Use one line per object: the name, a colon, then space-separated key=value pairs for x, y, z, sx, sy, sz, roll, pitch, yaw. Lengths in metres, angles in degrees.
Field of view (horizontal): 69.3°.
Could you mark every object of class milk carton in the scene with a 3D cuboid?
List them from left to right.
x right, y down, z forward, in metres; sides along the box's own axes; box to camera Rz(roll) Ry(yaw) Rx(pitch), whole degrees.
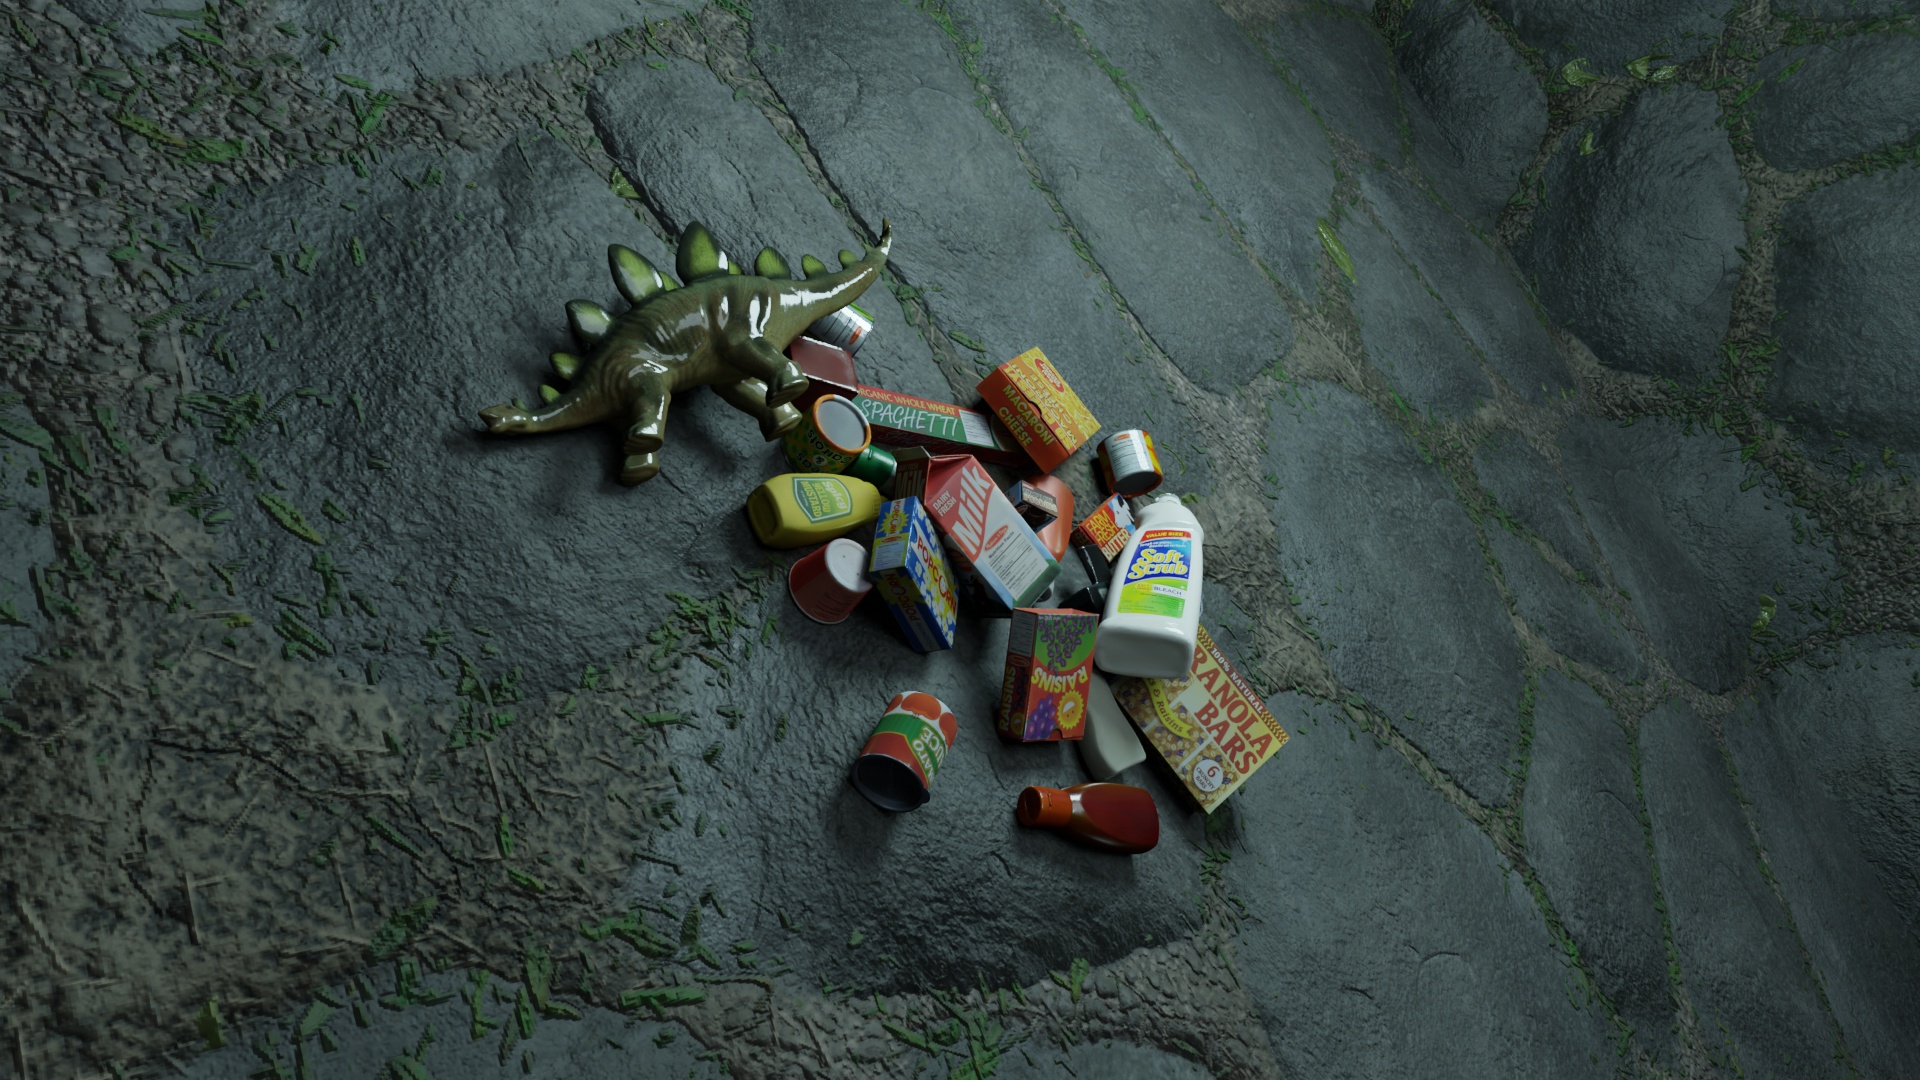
milk carton: x=0.005 y=-0.017 z=1.340 sx=0.074 sy=0.072 sz=0.190 roll=-47 pitch=109 yaw=-22

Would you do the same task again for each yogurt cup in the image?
yogurt cup: x=-0.112 y=0.034 z=1.244 sx=0.072 sy=0.053 sz=0.073 roll=24 pitch=47 yaw=-29

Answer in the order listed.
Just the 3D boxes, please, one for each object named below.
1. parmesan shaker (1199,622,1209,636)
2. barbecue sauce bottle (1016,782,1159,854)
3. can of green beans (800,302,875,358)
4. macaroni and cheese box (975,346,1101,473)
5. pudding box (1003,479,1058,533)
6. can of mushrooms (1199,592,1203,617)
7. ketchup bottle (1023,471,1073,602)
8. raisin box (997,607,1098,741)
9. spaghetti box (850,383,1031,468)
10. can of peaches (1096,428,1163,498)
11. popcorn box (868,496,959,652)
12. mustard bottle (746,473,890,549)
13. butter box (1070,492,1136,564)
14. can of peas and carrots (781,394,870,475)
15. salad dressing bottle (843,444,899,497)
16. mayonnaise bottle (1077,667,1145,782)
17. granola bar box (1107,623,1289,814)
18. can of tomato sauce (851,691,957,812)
parmesan shaker: x=0.250 y=0.134 z=1.510 sx=0.103 sy=0.071 sz=0.071 roll=56 pitch=39 yaw=0
barbecue sauce bottle: x=0.121 y=0.258 z=1.310 sx=0.148 sy=0.043 sz=0.065 roll=16 pitch=52 yaw=-35
can of green beans: x=-0.129 y=-0.215 z=1.404 sx=0.058 sy=0.071 sz=0.071 roll=35 pitch=42 yaw=-19
macaroni and cheese box: x=0.090 y=-0.149 z=1.551 sx=0.123 sy=0.040 sz=0.167 roll=51 pitch=22 yaw=-1
pudding box: x=0.055 y=-0.023 z=1.424 sx=0.049 sy=0.083 sz=0.030 roll=24 pitch=47 yaw=-30
can of mushrooms: x=0.243 y=0.068 z=1.577 sx=0.071 sy=0.033 sz=0.071 roll=25 pitch=46 yaw=-29
ketchup bottle: x=0.087 y=-0.002 z=1.470 sx=0.064 sy=0.043 sz=0.149 roll=39 pitch=41 yaw=-28
raisin box: x=0.085 y=0.128 z=1.328 sx=0.086 sy=0.040 sz=0.123 roll=5 pitch=94 yaw=-43
spaghetti box: x=-0.026 y=-0.120 z=1.461 sx=0.250 sy=0.028 sz=0.050 roll=8 pitch=56 yaw=-41
can of peaches: x=0.199 y=-0.088 z=1.627 sx=0.071 sy=0.071 sz=0.058 roll=10 pitch=55 yaw=-39
popcorn box: x=-0.040 y=0.033 z=1.281 sx=0.126 sy=0.038 sz=0.085 roll=63 pitch=26 yaw=-44
mustard bottle: x=-0.122 y=-0.032 z=1.288 sx=0.161 sy=0.048 sz=0.065 roll=-10 pitch=71 yaw=-47
butter box: x=0.165 y=-0.011 z=1.568 sx=0.053 sy=0.024 sz=0.104 roll=53 pitch=39 yaw=-1
can of peas and carrots: x=-0.128 y=-0.095 z=1.321 sx=0.071 sy=0.058 sz=0.071 roll=25 pitch=47 yaw=-29
salad dressing bottle: x=-0.046 y=-0.054 z=1.382 sx=0.147 sy=0.044 sz=0.064 roll=26 pitch=57 yaw=-27
mayonnaise bottle: x=0.127 y=0.164 z=1.389 sx=0.065 sy=0.041 sz=0.148 roll=-12 pitch=69 yaw=-48
granola bar box: x=0.242 y=0.181 z=1.442 sx=0.124 sy=0.039 sz=0.165 roll=-39 pitch=91 yaw=-17
can of tomato sauce: x=-0.045 y=0.180 z=1.188 sx=0.071 sy=0.071 sz=0.083 roll=44 pitch=40 yaw=-11
